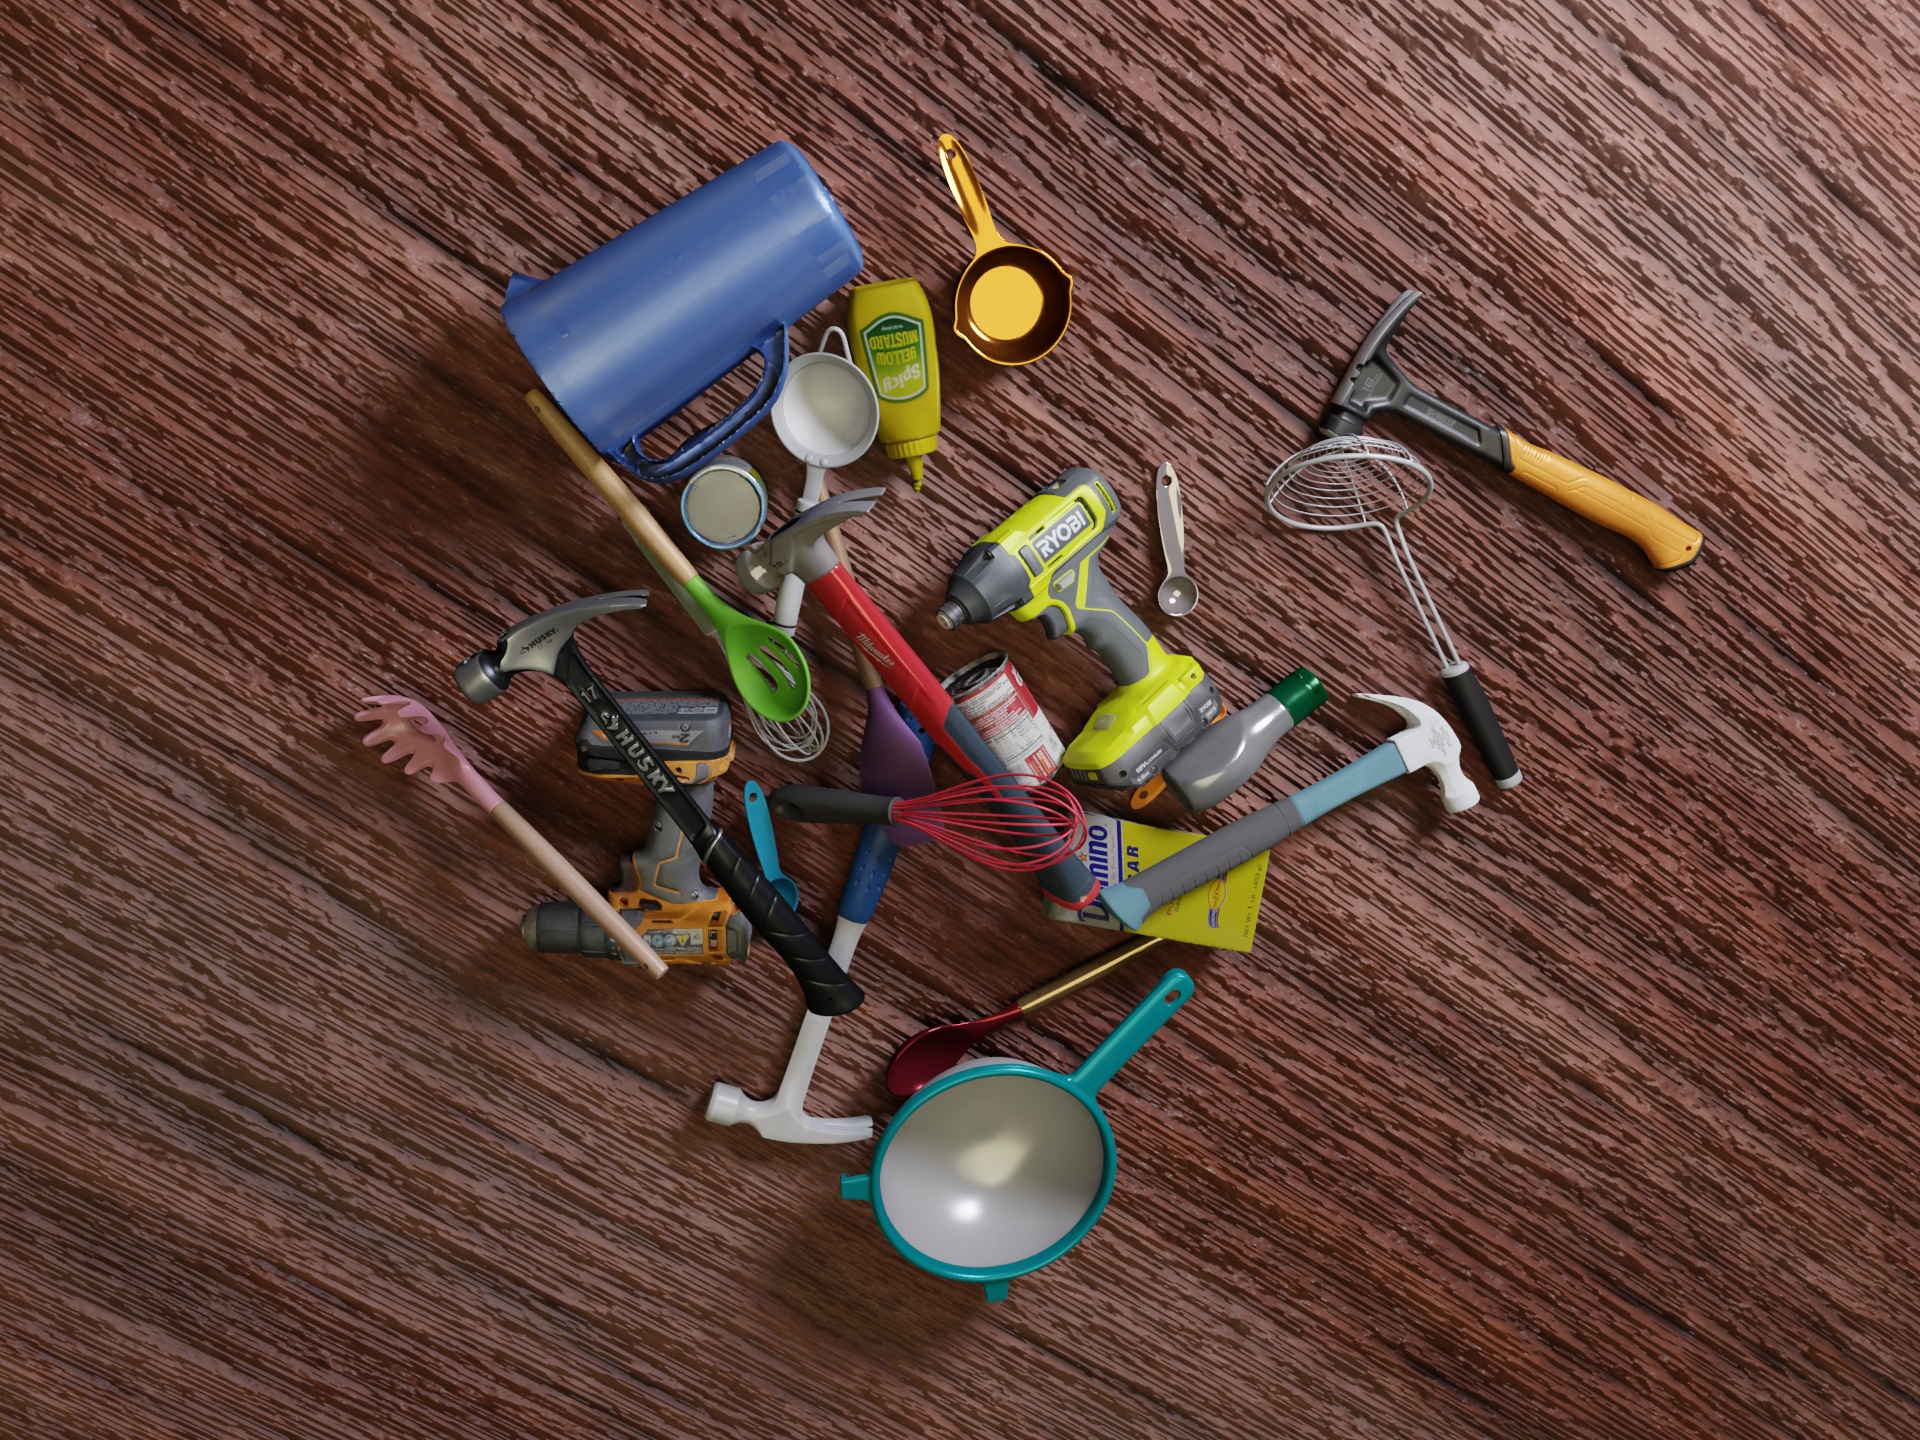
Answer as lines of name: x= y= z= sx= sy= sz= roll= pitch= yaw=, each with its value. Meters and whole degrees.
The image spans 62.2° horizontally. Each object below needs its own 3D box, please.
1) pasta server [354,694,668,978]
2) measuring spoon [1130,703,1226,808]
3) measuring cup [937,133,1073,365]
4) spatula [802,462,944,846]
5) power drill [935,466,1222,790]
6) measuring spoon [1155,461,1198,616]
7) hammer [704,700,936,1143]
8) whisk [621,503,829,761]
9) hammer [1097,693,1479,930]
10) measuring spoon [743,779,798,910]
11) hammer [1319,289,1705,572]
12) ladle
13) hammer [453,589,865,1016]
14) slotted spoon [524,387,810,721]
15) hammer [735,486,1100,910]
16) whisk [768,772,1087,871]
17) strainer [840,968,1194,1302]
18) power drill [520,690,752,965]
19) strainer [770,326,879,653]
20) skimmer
pasta server: x=-0.346 y=0.090 z=1.231 sx=0.316 sy=0.040 sz=0.060 roll=43 pitch=131 yaw=7
measuring spoon: x=0.180 y=0.028 z=1.333 sx=0.021 sy=0.011 sz=0.117 roll=32 pitch=104 yaw=-28
measuring cup: x=0.020 y=-0.350 z=1.185 sx=0.095 sy=0.052 sz=0.173 roll=-24 pitch=105 yaw=2
spatula: x=-0.077 y=-0.050 z=1.257 sx=0.060 sy=0.018 sz=0.316 roll=-13 pitch=99 yaw=14
power drill: x=0.091 y=-0.061 z=1.240 sx=0.171 sy=0.080 sz=0.223 roll=-41 pitch=108 yaw=-21
measuring spoon: x=0.169 y=-0.146 z=1.280 sx=0.034 sy=0.018 sz=0.124 roll=-8 pitch=100 yaw=-9
hammer: x=-0.088 y=0.177 z=1.335 sx=0.144 sy=0.035 sz=0.405 roll=17 pitch=104 yaw=-10
whisk: x=-0.185 y=-0.069 z=1.254 sx=0.059 sy=0.058 sz=0.246 roll=-43 pitch=105 yaw=-28
hammer: x=0.264 y=0.083 z=1.310 sx=0.331 sy=0.033 sz=0.128 roll=-27 pitch=97 yaw=-9
measuring spoon: x=-0.165 y=0.108 z=1.311 sx=0.042 sy=0.021 sz=0.128 roll=-24 pitch=112 yaw=-37
hammer: x=0.459 y=-0.214 z=1.276 sx=0.336 sy=0.034 sz=0.127 roll=25 pitch=103 yaw=-12
ladle: x=0.074 y=0.236 z=1.372 sx=0.315 sy=0.031 sz=0.069 roll=-27 pitch=136 yaw=0
hammer: x=-0.196 y=0.078 z=1.212 sx=0.149 sy=0.036 sz=0.408 roll=-31 pitch=114 yaw=9
slotted spoon: x=-0.220 y=-0.127 z=1.205 sx=0.070 sy=0.031 sz=0.313 roll=-36 pitch=97 yaw=32
hammer: x=-0.002 y=-0.004 z=1.208 sx=0.143 sy=0.038 sz=0.386 roll=-22 pitch=115 yaw=40
whisk: x=-0.033 y=0.073 z=1.227 sx=0.296 sy=0.073 sz=0.073 roll=3 pitch=111 yaw=34
strainer: x=0.065 y=0.322 z=1.363 sx=0.210 sy=0.095 sz=0.340 roll=41 pitch=96 yaw=-19
power drill: x=-0.263 y=0.094 z=1.275 sx=0.185 sy=0.084 sz=0.226 roll=0 pitch=111 yaw=-4
strainer: x=-0.115 y=-0.171 z=1.211 sx=0.087 sy=0.050 sz=0.258 roll=17 pitch=107 yaw=11
skimmer: x=0.366 y=-0.074 z=1.278 sx=0.127 sy=0.090 sz=0.363 roll=-15 pitch=116 yaw=39
